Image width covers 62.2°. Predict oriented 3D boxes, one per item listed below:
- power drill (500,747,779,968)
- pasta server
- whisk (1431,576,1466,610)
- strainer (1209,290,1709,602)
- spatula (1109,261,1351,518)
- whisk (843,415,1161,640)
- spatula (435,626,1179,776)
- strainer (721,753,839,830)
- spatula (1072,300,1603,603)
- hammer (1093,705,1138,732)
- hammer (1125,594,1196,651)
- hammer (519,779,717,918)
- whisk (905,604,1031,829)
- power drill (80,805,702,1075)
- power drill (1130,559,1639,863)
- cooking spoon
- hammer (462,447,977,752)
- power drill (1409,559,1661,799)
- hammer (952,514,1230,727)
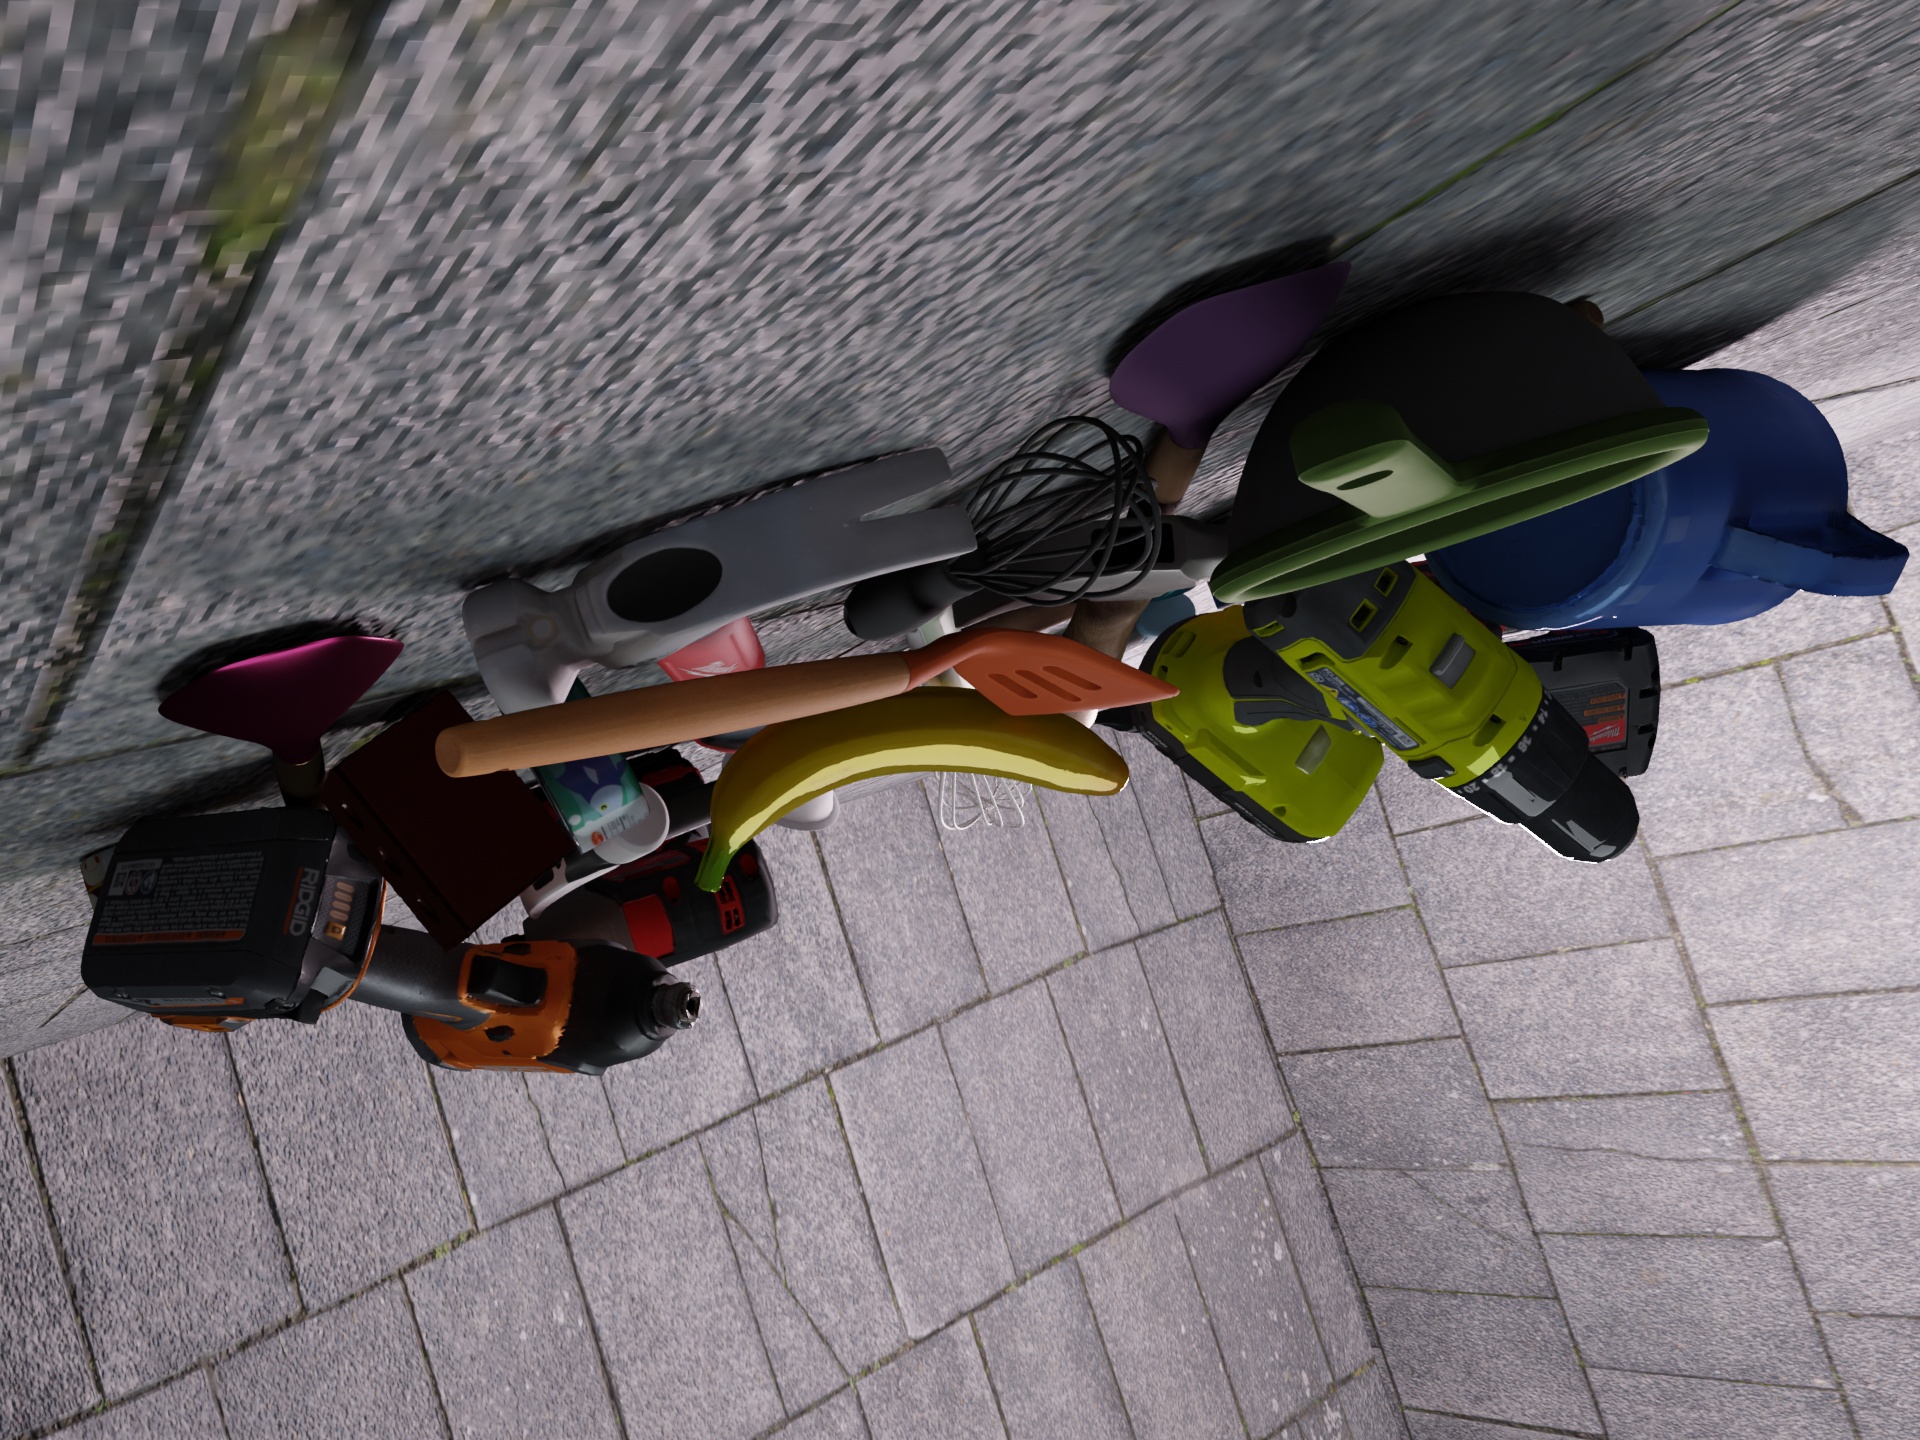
[{"bbox_3d":[-0.193,0.088,0.912,0.143,0.078,0.220,-17,-164,-14],"label":"power drill"},{"bbox_3d":[0.054,-0.054,0.867,0.316,0.040,0.060,-19,168,33],"label":"pasta server"},{"bbox_3d":[0.261,-0.072,0.812,0.047,0.051,0.245,-29,179,28],"label":"whisk"},{"bbox_3d":[0.121,-0.087,0.442,0.151,0.069,0.256,-18,176,23],"label":"strainer"},{"bbox_3d":[0.071,-0.091,0.534,0.060,0.018,0.316,-16,175,0],"label":"spatula"},{"bbox_3d":[0.004,-0.053,0.548,0.055,0.055,0.239,-17,-179,-22],"label":"whisk"},{"bbox_3d":[-0.035,-0.004,0.530,0.081,0.041,0.322,-7,-177,36],"label":"spatula"},{"bbox_3d":[-0.085,0.031,1.121,0.050,0.087,0.258,-56,162,20],"label":"strainer"},{"bbox_3d":[0.131,-0.100,0.676,0.082,0.044,0.317,-14,170,-38],"label":"spatula"},{"bbox_3d":[0.087,0.000,1.007,0.409,0.036,0.149,-2,-177,5],"label":"hammer"},{"bbox_3d":[0.043,-0.031,1.192,0.128,0.033,0.331,-14,174,-42],"label":"hammer"},{"bbox_3d":[-0.080,0.025,0.821,0.334,0.035,0.146,-21,176,-44],"label":"hammer"},{"bbox_3d":[-0.001,-0.002,0.757,0.059,0.058,0.246,-40,155,-10],"label":"whisk"},{"bbox_3d":[-0.230,0.106,0.690,0.164,0.084,0.226,-6,156,30],"label":"power drill"},{"bbox_3d":[0.189,0.002,0.748,0.080,0.190,0.228,-53,-172,-14],"label":"power drill"},{"bbox_3d":[-0.235,0.013,0.565,0.068,0.017,0.319,-18,176,-23],"label":"cooking spoon"},{"bbox_3d":[-0.080,-0.025,0.625,0.143,0.038,0.386,-20,177,-6],"label":"hammer"},{"bbox_3d":[0.317,-0.043,0.920,0.188,0.080,0.227,-8,-158,-3],"label":"power drill"},{"bbox_3d":[0.059,-0.034,0.738,0.130,0.031,0.331,-2,169,-2],"label":"hammer"}]
